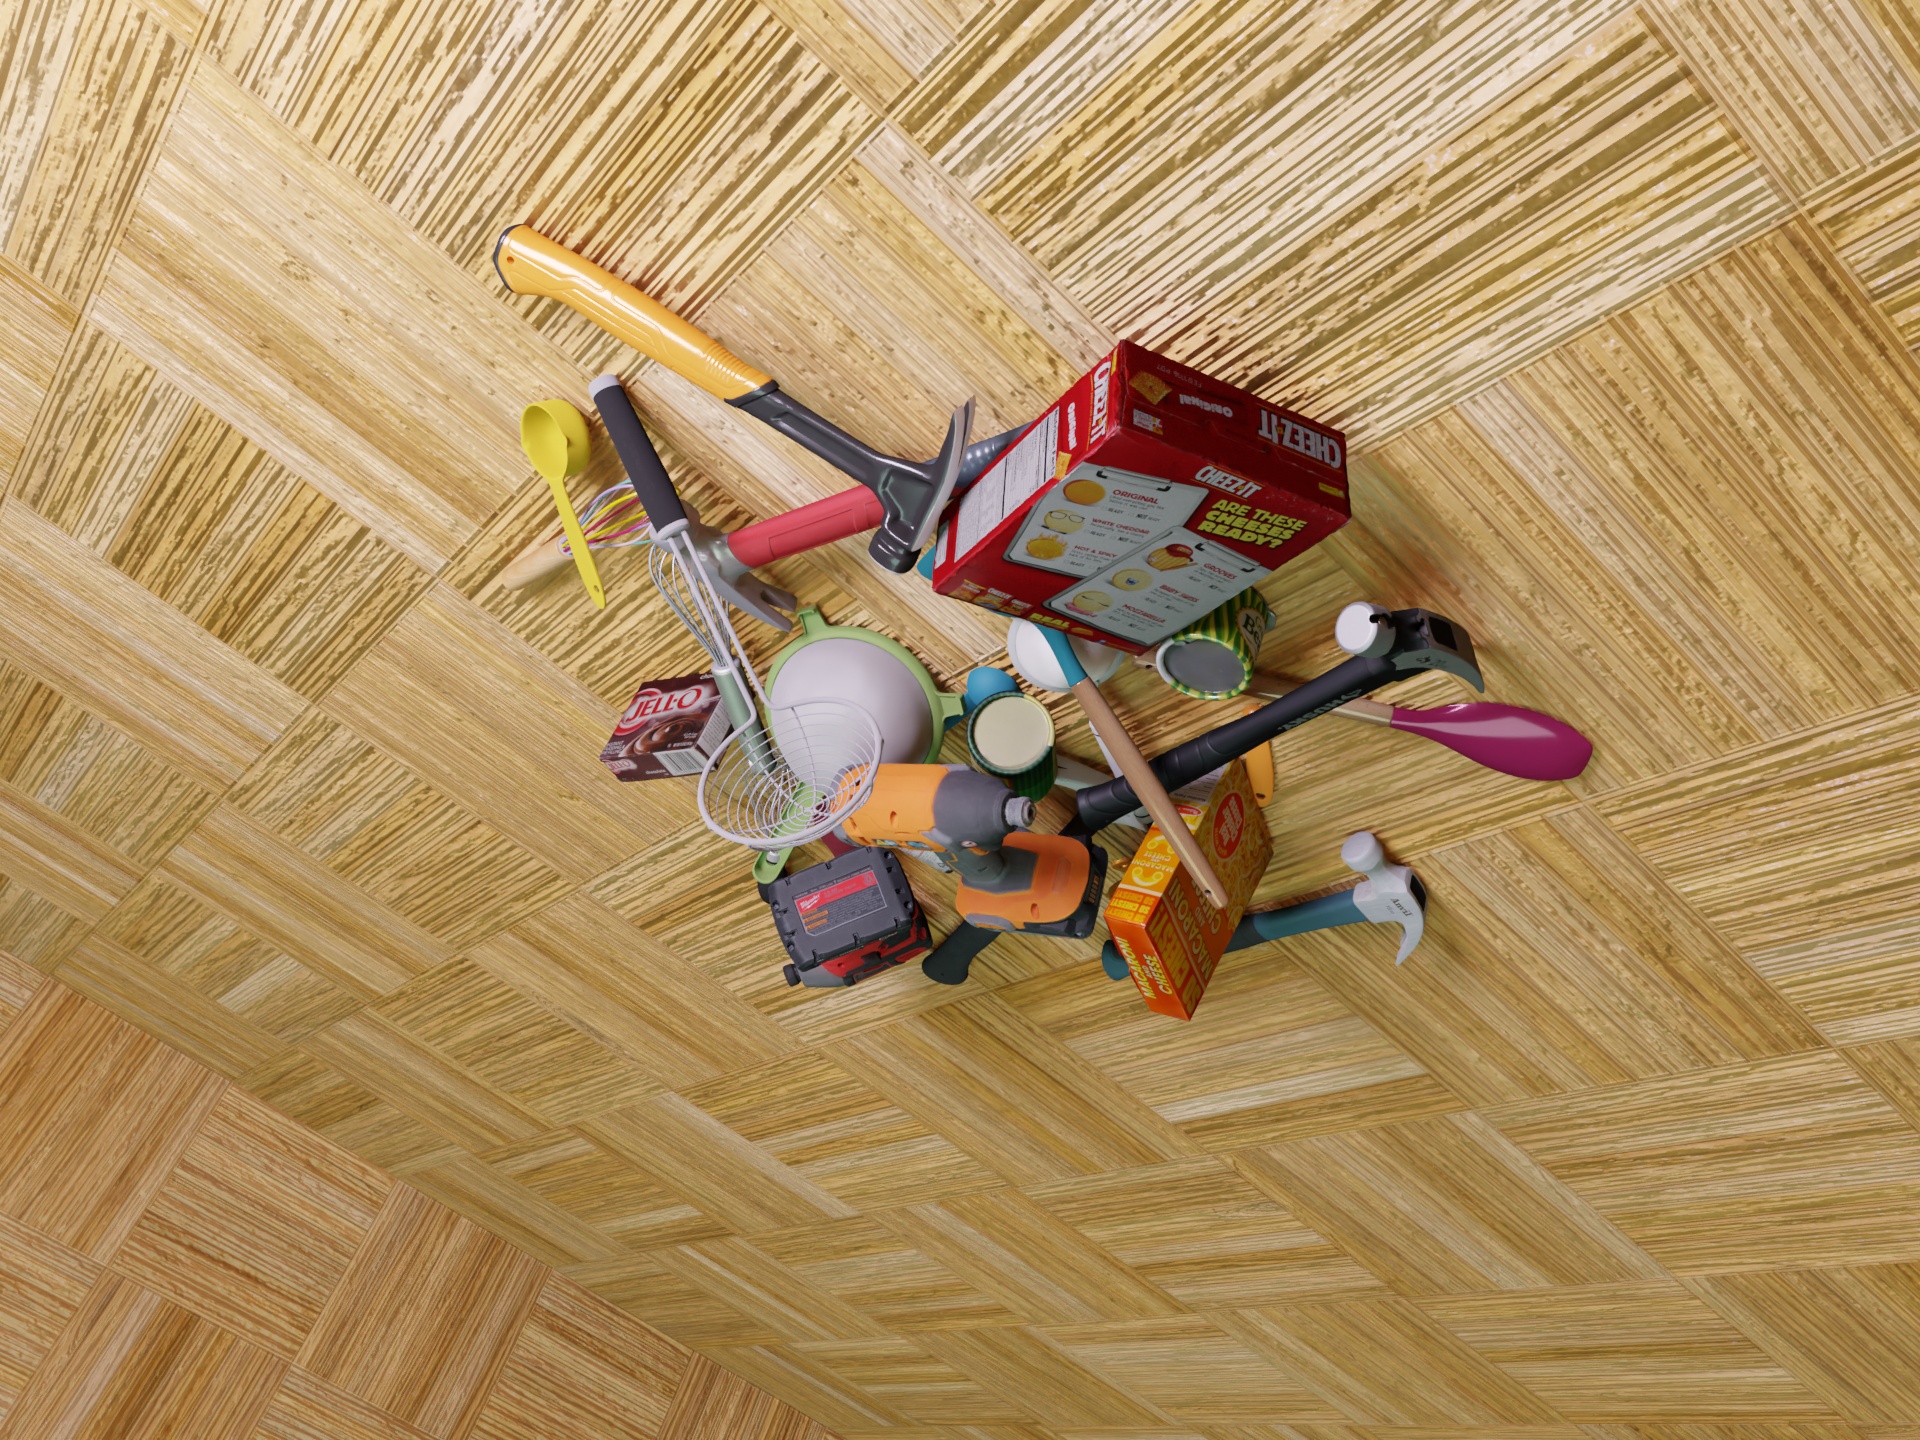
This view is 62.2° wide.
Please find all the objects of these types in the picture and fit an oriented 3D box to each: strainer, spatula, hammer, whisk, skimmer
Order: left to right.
[{"bbox_3d":[-0.290,-0.140,1.235,0.245,0.047,0.051,-17,116,47],"label":"whisk"},{"bbox_3d":[-0.169,-0.082,1.053,0.363,0.127,0.090,63,177,9],"label":"skimmer"},{"bbox_3d":[-0.151,-0.227,1.012,0.337,0.034,0.127,32,127,5],"label":"hammer"},{"bbox_3d":[-0.188,-0.052,1.261,0.058,0.059,0.246,49,160,50],"label":"whisk"},{"bbox_3d":[-0.169,0.103,1.461,0.070,0.070,0.284,21,147,3],"label":"whisk"},{"bbox_3d":[-0.116,0.046,1.264,0.151,0.069,0.256,31,118,1],"label":"strainer"},{"bbox_3d":[-0.028,-0.146,1.078,0.386,0.038,0.143,-14,146,34],"label":"hammer"},{"bbox_3d":[0.049,0.149,1.415,0.149,0.036,0.408,29,143,-6],"label":"hammer"},{"bbox_3d":[0.088,0.000,1.091,0.317,0.044,0.082,56,140,0],"label":"spatula"},{"bbox_3d":[0.104,-0.003,1.176,0.087,0.050,0.258,-19,127,15],"label":"strainer"},{"bbox_3d":[0.245,0.176,1.347,0.128,0.033,0.331,43,139,-23],"label":"hammer"},{"bbox_3d":[0.200,0.009,1.091,0.146,0.035,0.334,8,153,-37],"label":"hammer"}]

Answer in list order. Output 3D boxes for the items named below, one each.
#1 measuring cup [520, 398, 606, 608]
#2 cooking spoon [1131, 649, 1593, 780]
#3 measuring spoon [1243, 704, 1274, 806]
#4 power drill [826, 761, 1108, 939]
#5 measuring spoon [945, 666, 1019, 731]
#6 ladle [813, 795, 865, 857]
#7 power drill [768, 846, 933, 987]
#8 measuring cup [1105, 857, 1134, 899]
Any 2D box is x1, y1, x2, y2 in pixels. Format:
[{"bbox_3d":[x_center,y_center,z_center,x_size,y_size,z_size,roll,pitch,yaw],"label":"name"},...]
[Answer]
[{"bbox_3d":[-0.278,-0.159,1.165,0.062,0.029,0.156,5,118,45],"label":"measuring cup"},{"bbox_3d":[0.276,-0.008,1.114,0.319,0.017,0.068,14,142,11],"label":"cooking spoon"},{"bbox_3d":[0.223,0.030,1.194,0.021,0.011,0.116,8,141,20],"label":"measuring spoon"},{"bbox_3d":[0.025,0.097,1.211,0.164,0.084,0.226,0,156,35],"label":"power drill"},{"bbox_3d":[-0.002,-0.004,1.262,0.042,0.021,0.128,37,140,-17],"label":"measuring spoon"},{"bbox_3d":[-0.111,0.167,1.530,0.069,0.031,0.315,18,145,7],"label":"ladle"},{"bbox_3d":[-0.101,0.188,1.421,0.143,0.079,0.219,-21,161,-5],"label":"power drill"},{"bbox_3d":[0.155,0.144,1.268,0.095,0.052,0.173,-20,162,17],"label":"measuring cup"}]
